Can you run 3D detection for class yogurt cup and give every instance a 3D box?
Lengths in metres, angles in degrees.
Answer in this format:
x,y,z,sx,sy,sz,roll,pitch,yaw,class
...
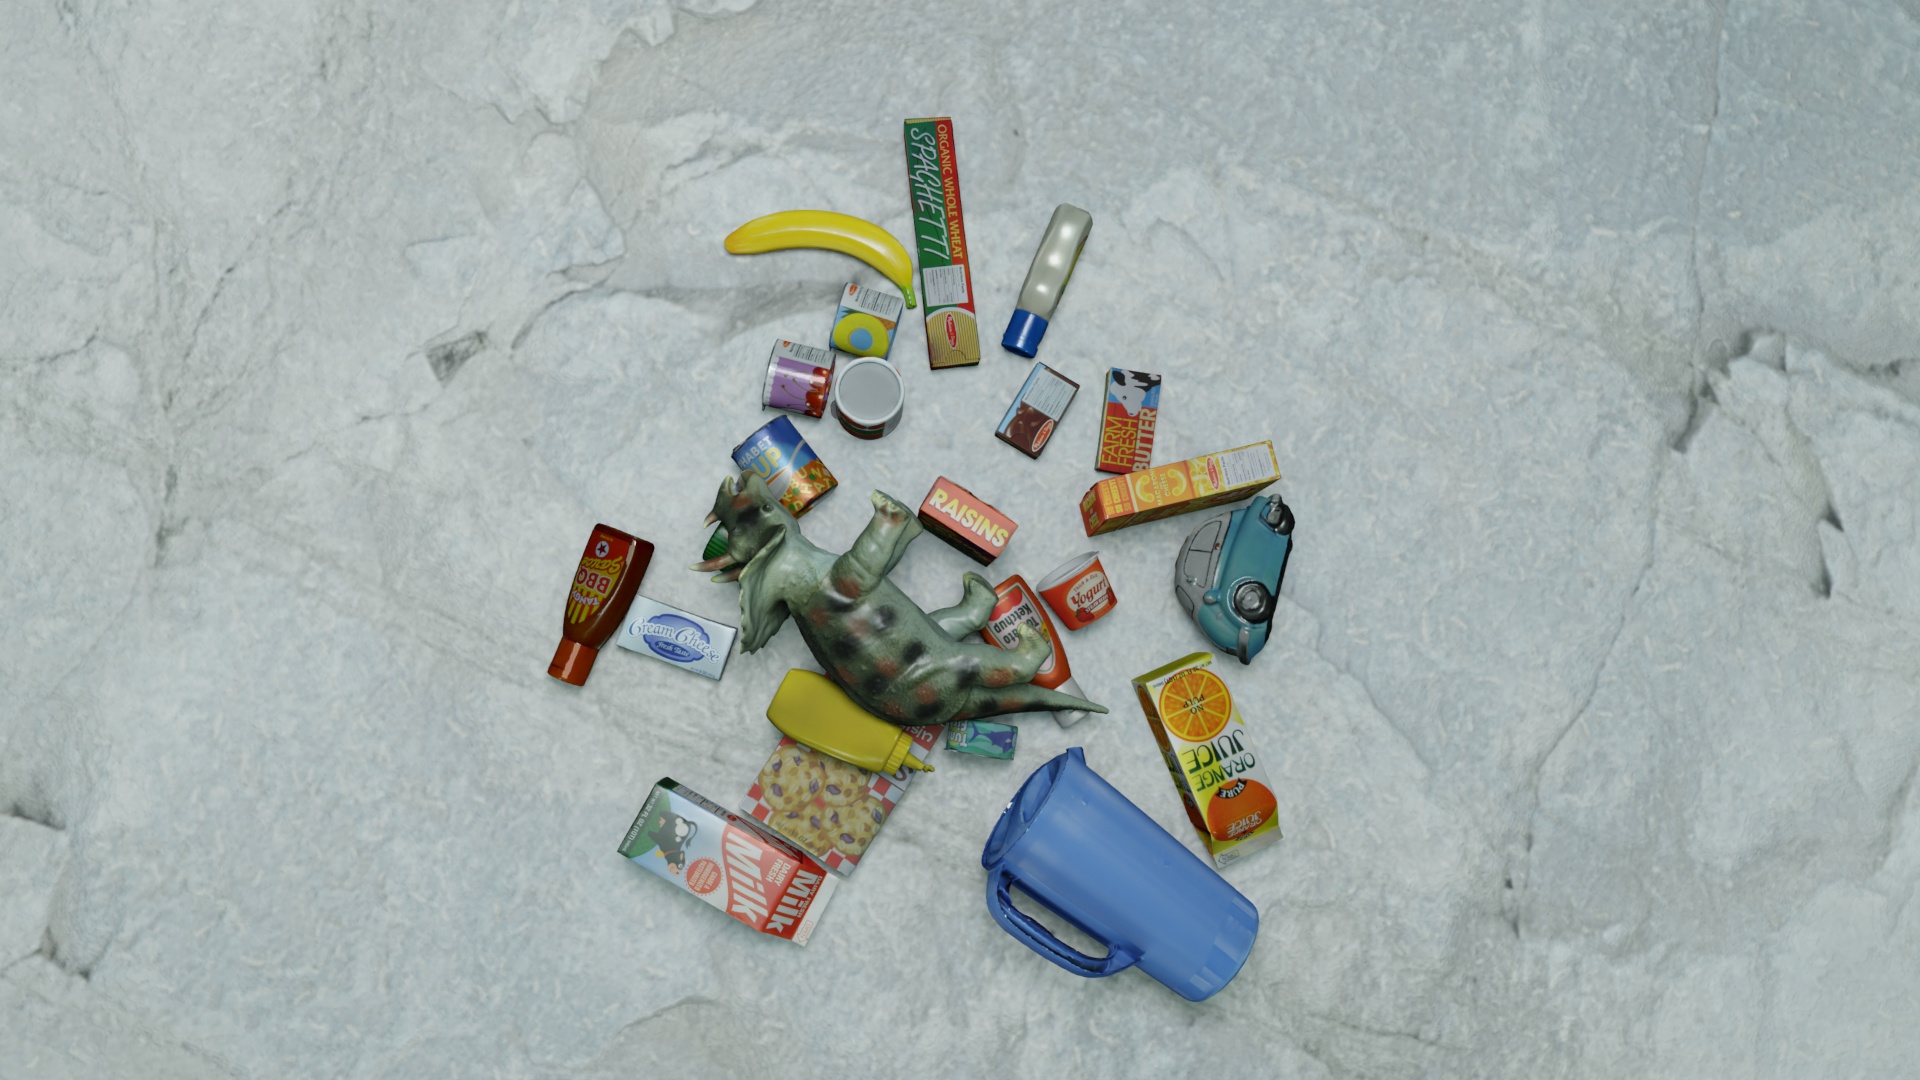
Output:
x,y,z,sx,sy,sz,roll,pitch,yaw,class
0.114,0.050,1.327,0.072,0.072,0.054,-32,96,-6,yogurt cup

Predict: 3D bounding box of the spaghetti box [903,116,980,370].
x,y,z,sx,sy,sz,roll,pitch,yaw,class
-0.019,-0.293,1.368,0.050,0.028,0.250,-6,85,-4,spaghetti box

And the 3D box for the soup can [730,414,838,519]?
x,y,z,sx,sy,sz,roll,pitch,yaw,class
-0.168,-0.066,1.315,0.071,0.071,0.084,-38,88,-6,soup can

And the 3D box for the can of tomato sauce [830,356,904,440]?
x,y,z,sx,sy,sz,roll,pitch,yaw,class
-0.089,-0.135,1.321,0.071,0.083,0.071,0,85,-4,can of tomato sauce

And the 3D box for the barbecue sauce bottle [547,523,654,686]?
x,y,z,sx,sy,sz,roll,pitch,yaw,class
-0.341,0.061,1.300,0.065,0.043,0.148,18,84,31,barbecue sauce bottle

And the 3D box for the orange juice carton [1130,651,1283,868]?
x,y,z,sx,sy,sz,roll,pitch,yaw,class
0.237,0.207,1.314,0.072,0.073,0.192,-23,87,-6,orange juice carton

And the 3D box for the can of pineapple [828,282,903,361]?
x,y,z,sx,sy,sz,roll,pitch,yaw,class
-0.091,-0.208,1.338,0.058,0.071,0.071,16,84,-2,can of pineapple

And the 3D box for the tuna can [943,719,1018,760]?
x,y,z,sx,sy,sz,roll,pitch,yaw,class
0.018,0.185,1.304,0.071,0.071,0.033,9,83,-3,tuna can

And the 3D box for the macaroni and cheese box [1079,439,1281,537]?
x,y,z,sx,sy,sz,roll,pitch,yaw,class
0.203,-0.048,1.312,0.167,0.123,0.040,-13,83,-5,macaroni and cheese box

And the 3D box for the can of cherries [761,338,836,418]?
x,y,z,sx,sy,sz,roll,pitch,yaw,class
-0.155,-0.152,1.329,0.058,0.071,0.071,13,84,-3,can of cherries

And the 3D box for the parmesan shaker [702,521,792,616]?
x,y,z,sx,sy,sz,roll,pitch,yaw,class
-0.183,0.019,1.305,0.103,0.071,0.071,32,84,-1,parmesan shaker

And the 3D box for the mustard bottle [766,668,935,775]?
x,y,z,sx,sy,sz,roll,pitch,yaw,class
-0.096,0.175,1.265,0.160,0.048,0.065,29,82,0,mustard bottle

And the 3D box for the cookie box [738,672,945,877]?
x,y,z,sx,sy,sz,roll,pitch,yaw,class
-0.110,0.210,1.308,0.123,0.040,0.167,33,84,0,cookie box

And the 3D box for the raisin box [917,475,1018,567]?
x,y,z,sx,sy,sz,roll,pitch,yaw,class
0.005,-0.016,1.295,0.086,0.123,0.040,33,84,0,raisin box

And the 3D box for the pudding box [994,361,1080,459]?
x,y,z,sx,sy,sz,roll,pitch,yaw,class
0.074,-0.127,1.358,0.049,0.030,0.084,31,83,-2,pudding box

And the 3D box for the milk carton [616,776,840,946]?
x,y,z,sx,sy,sz,roll,pitch,yaw,class
-0.210,0.296,1.275,0.190,0.073,0.072,29,83,-1,milk carton

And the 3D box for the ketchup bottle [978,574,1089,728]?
x,y,z,sx,sy,sz,roll,pitch,yaw,class
0.071,0.108,1.328,0.065,0.043,0.149,-34,88,-6,ketchup bottle

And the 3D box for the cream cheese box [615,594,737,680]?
x,y,z,sx,sy,sz,roll,pitch,yaw,class
-0.268,0.092,1.316,0.104,0.024,0.053,19,82,-2,cream cheese box

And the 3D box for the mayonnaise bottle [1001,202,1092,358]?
x,y,z,sx,sy,sz,roll,pitch,yaw,class
0.084,-0.252,1.356,0.041,0.065,0.148,22,87,1,mayonnaise bottle

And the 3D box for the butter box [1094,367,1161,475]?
x,y,z,sx,sy,sz,roll,pitch,yaw,class
0.165,-0.115,1.365,0.053,0.024,0.103,8,84,-2,butter box
